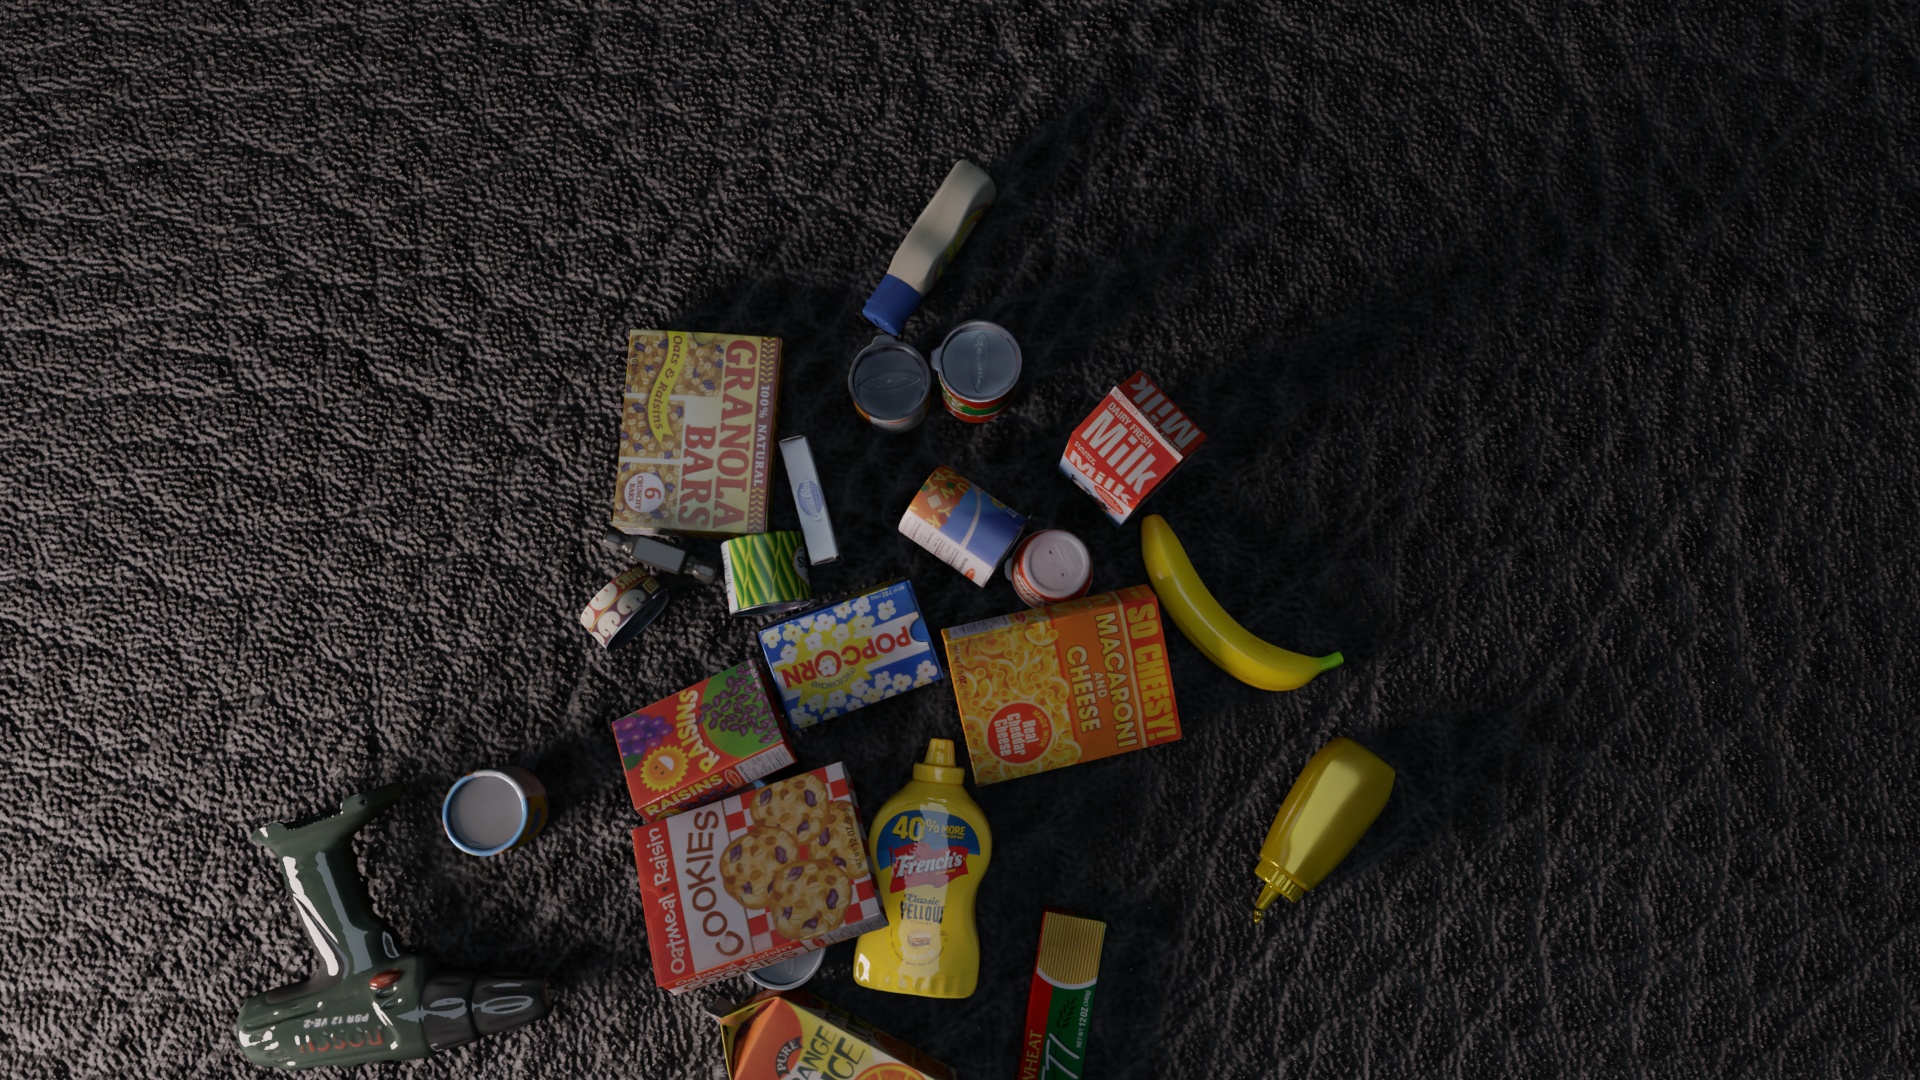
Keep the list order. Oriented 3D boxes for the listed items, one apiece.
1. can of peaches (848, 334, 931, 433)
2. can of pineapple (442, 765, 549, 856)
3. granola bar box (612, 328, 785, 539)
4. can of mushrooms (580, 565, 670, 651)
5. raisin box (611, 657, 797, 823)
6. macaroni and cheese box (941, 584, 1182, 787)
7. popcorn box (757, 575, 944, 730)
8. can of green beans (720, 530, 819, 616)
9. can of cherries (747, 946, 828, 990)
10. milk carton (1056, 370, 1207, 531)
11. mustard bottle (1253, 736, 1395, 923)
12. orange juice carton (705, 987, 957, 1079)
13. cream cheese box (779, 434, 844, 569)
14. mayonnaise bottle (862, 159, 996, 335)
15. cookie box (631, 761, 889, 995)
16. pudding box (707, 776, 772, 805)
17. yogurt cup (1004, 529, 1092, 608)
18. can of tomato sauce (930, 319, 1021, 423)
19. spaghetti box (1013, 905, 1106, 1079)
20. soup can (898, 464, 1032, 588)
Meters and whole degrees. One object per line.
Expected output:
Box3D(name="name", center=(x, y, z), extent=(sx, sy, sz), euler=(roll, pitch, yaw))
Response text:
Box3D(name="can of peaches", center=(-0.056, -0.126, 1.131), extent=(0.071, 0.058, 0.071), euler=(0, 82, 0))
Box3D(name="can of pineapple", center=(-0.361, 0.211, 1.077), extent=(0.071, 0.058, 0.071), euler=(0, 82, -1))
Box3D(name="granola bar box", center=(-0.211, -0.086, 1.132), extent=(0.124, 0.039, 0.165), euler=(3, 82, -1))
Box3D(name="can of mushrooms", center=(-0.263, 0.052, 1.097), extent=(0.071, 0.071, 0.033), euler=(-44, 83, -6))
Box3D(name="raisin box", center=(-0.200, 0.157, 1.081), extent=(0.123, 0.040, 0.086), euler=(-25, 54, -4))
Box3D(name="macaroni and cheese box", center=(0.079, 0.112, 1.089), extent=(0.167, 0.040, 0.123), euler=(-12, 104, -3))
Box3D(name="popcorn box", center=(-0.087, 0.088, 1.100), extent=(0.127, 0.038, 0.085), euler=(-19, 96, -4))
Box3D(name="can of green beans", center=(-0.154, 0.027, 1.103), extent=(0.071, 0.071, 0.058), euler=(-9, 82, -2))
Box3D(name="can of cherries", center=(-0.137, 0.306, 1.067), extent=(0.071, 0.058, 0.071), euler=(0, 83, -1))
Box3D(name="milk carton", center=(0.129, -0.069, 1.058), extent=(0.073, 0.190, 0.072), euler=(-43, 85, -6))
Box3D(name="mustard bottle", center=(0.274, 0.231, 1.089), extent=(0.065, 0.048, 0.160), euler=(37, 84, 5))
Box3D(name="orange juice carton", center=(-0.103, 0.395, 1.048), extent=(0.193, 0.071, 0.073), euler=(27, 82, 3))
Box3D(name="cream cheese box", center=(-0.119, -0.029, 1.118), extent=(0.024, 0.053, 0.104), euler=(-16, 83, -1))
Box3D(name="mayonnaise bottle", center=(-0.026, -0.240, 1.147), extent=(0.041, 0.064, 0.148), euler=(33, 87, 6))
Box3D(name="cookie box", center=(-0.150, 0.249, 1.031), extent=(0.167, 0.040, 0.123), euler=(-17, 59, -3))
Box3D(name="pudding box", center=(-0.154, 0.220, 1.093), extent=(0.084, 0.030, 0.050), euler=(39, 84, 5))
Box3D(name="yogurt cup", center=(0.075, 0.022, 1.113), extent=(0.072, 0.054, 0.072), euler=(0, 82, -1))
Box3D(name="can of tomato sauce", center=(0.012, -0.134, 1.120), extent=(0.071, 0.083, 0.071), euler=(0, 82, -1))
Box3D(name="spaghetti box", center=(0.067, 0.413, 1.070), extent=(0.050, 0.028, 0.250), euler=(10, 82, 1))
Box3D(name="soup can", center=(0.004, -0.014, 1.112), extent=(0.084, 0.071, 0.071), euler=(34, 83, 4))
